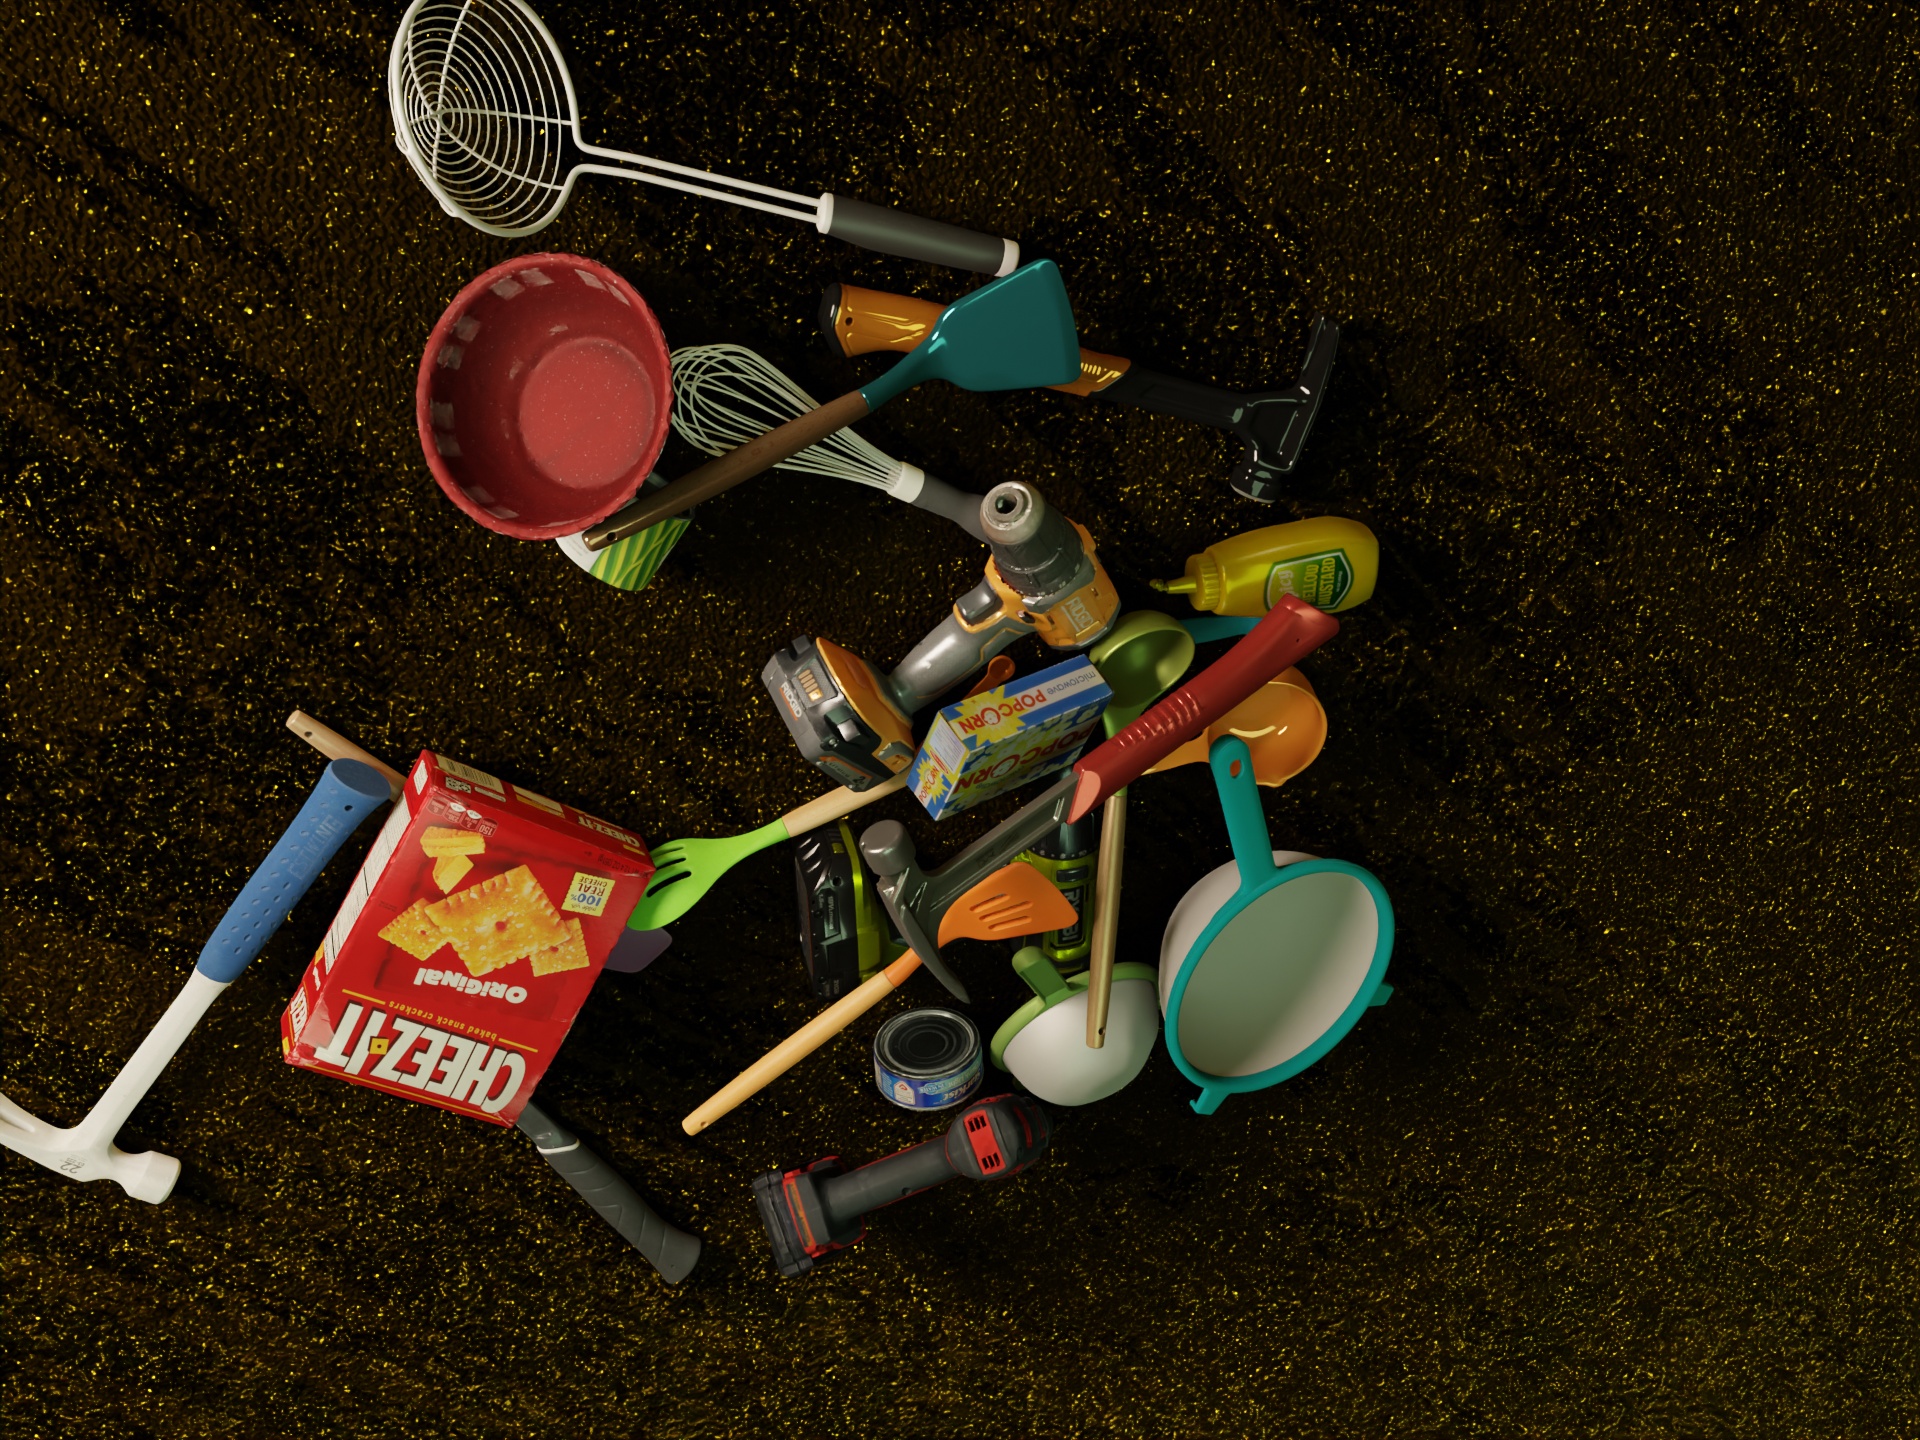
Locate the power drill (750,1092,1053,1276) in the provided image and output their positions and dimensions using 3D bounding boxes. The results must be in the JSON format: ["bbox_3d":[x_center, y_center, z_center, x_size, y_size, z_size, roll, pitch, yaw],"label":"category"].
[{"bbox_3d":[-0.033,0.359,1.274,0.226,0.080,0.187,-24,166,9],"label":"power drill"}]

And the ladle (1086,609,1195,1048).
[{"bbox_3d":[0.115,0.081,1.124,0.078,0.062,0.320,0,99,-30],"label":"ladle"}]

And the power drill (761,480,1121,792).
[{"bbox_3d":[-0.012,-0.057,1.020,0.226,0.084,0.185,-33,157,5],"label":"power drill"}]

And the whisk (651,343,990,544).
[{"bbox_3d":[-0.063,-0.162,1.001,0.284,0.070,0.070,21,113,-30],"label":"whisk"}]

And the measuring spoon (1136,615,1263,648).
[{"bbox_3d":[0.190,-0.063,1.142,0.128,0.021,0.042,-8,122,-9],"label":"measuring spoon"}]

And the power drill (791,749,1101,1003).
[{"bbox_3d":[-0.003,0.114,1.166,0.228,0.080,0.190,-9,123,-13],"label":"power drill"}]

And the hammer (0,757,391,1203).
[{"bbox_3d":[-0.517,0.176,1.078,0.144,0.035,0.405,32,111,-28],"label":"hammer"}]

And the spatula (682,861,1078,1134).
[{"bbox_3d":[-0.067,0.202,1.126,0.322,0.041,0.080,-37,128,5],"label":"spatula"}]

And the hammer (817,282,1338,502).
[{"bbox_3d":[0.076,-0.229,1.006,0.336,0.034,0.127,9,118,-19],"label":"hammer"}]

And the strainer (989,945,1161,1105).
[{"bbox_3d":[0.089,0.236,1.205,0.151,0.069,0.256,-29,150,2],"label":"strainer"}]

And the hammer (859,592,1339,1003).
[{"bbox_3d":[0.107,0.035,1.055,0.359,0.037,0.149,-35,126,-12],"label":"hammer"}]

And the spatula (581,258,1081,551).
[{"bbox_3d":[-0.075,-0.173,0.930,0.317,0.044,0.082,-31,130,-15],"label":"spatula"}]

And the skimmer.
[{"bbox_3d":[-0.124,-0.302,0.876,0.363,0.090,0.127,8,86,-21],"label":"skimmer"}]

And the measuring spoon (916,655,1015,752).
[{"bbox_3d":[-0.002,-0.004,1.136,0.021,0.011,0.117,29,113,-30],"label":"measuring spoon"}]

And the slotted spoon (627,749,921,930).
[{"bbox_3d":[-0.100,0.063,1.120,0.314,0.070,0.031,-25,133,-4],"label":"slotted spoon"}]

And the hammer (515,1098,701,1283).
[{"bbox_3d":[-0.327,0.319,1.226,0.149,0.036,0.408,-29,123,5],"label":"hammer"}]

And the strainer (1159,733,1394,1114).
[{"bbox_3d":[0.212,0.131,1.214,0.211,0.095,0.340,-28,125,-13],"label":"strainer"}]

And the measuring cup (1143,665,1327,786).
[{"bbox_3d":[0.178,0.007,1.168,0.173,0.052,0.095,-14,121,9],"label":"measuring cup"}]

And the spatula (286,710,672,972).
[{"bbox_3d":[-0.329,0.089,1.098,0.060,0.018,0.315,-40,123,11],"label":"spatula"}]
